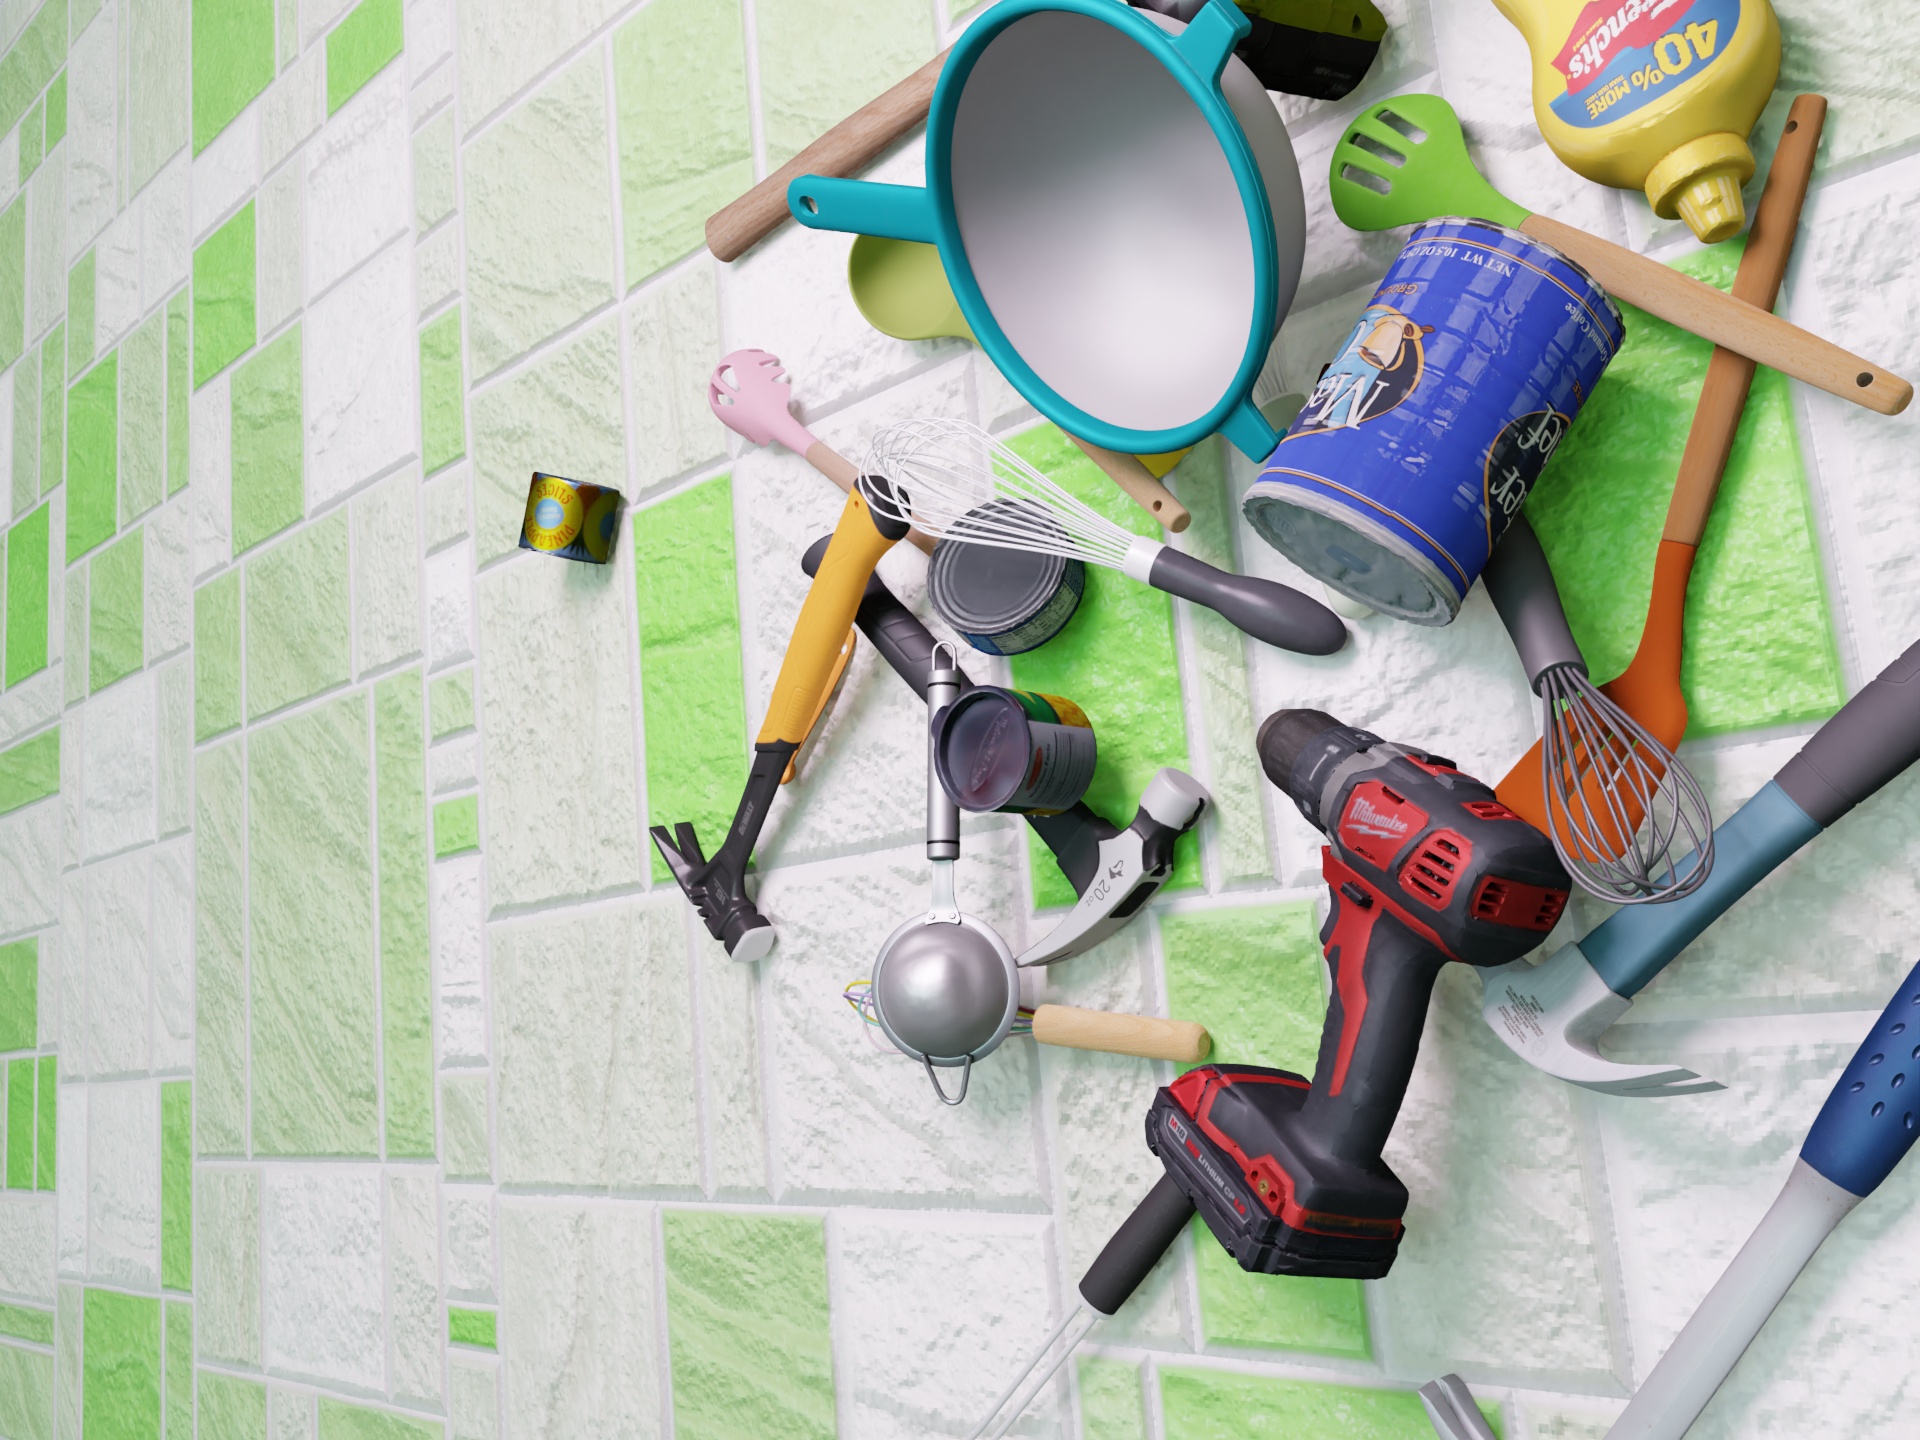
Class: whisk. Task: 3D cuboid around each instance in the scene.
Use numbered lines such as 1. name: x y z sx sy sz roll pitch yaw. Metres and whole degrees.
1. whisk: 0.031 0.168 0.888 0.245 0.051 0.047 -1 106 39
2. whisk: 0.245 -0.019 0.644 0.055 0.055 0.239 -42 33 32
3. whisk: 0.069 -0.096 0.827 0.285 0.070 0.070 25 104 23
4. whisk: 0.157 -0.164 0.788 0.059 0.058 0.246 122 131 -71

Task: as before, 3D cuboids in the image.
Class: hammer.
1. hammer: -0.001 -0.003 0.931 0.335 0.035 0.146 48 117 35
2. hammer: 0.323 0.179 0.611 0.144 0.035 0.405 39 112 38
3. hammer: -0.054 -0.383 1.017 0.331 0.031 0.130 -19 74 41
4. hammer: 0.330 0.021 0.608 0.331 0.033 0.128 -50 36 24
5. hammer: -0.111 -0.009 1.000 0.127 0.034 0.336 48 126 34

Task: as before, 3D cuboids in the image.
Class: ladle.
1. ladle: 0.027 -0.195 0.881 0.321 0.062 0.078 53 124 41

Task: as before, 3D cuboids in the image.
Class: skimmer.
1. skimmer: 0.033 0.361 0.828 0.127 0.090 0.363 34 110 5

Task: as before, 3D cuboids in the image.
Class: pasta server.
1. pasta server: -0.072 -0.159 1.020 0.316 0.040 0.060 40 113 33

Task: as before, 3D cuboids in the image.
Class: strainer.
1. strainer: -0.012 0.080 0.878 0.087 0.050 0.258 -4 76 18
2. strainer: 0.045 -0.256 0.783 0.341 0.095 0.210 25 138 45

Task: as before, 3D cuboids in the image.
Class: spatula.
1. spatula: 0.298 -0.099 0.657 0.081 0.041 0.322 26 103 64

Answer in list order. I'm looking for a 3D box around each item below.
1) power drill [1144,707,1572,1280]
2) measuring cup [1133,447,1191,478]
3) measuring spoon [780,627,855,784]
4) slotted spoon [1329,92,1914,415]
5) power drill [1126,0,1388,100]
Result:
1. power drill: 0.163 0.113 0.721 0.188 0.080 0.226 46 121 61
2. measuring cup: 0.112 -0.204 0.848 0.062 0.029 0.156 32 107 40
3. measuring spoon: -0.093 -0.009 1.036 0.021 0.011 0.117 39 108 38
4. slotted spoon: 0.265 -0.204 0.683 0.314 0.031 0.070 47 112 41
5. power drill: 0.188 -0.405 0.712 0.080 0.190 0.228 58 137 30
